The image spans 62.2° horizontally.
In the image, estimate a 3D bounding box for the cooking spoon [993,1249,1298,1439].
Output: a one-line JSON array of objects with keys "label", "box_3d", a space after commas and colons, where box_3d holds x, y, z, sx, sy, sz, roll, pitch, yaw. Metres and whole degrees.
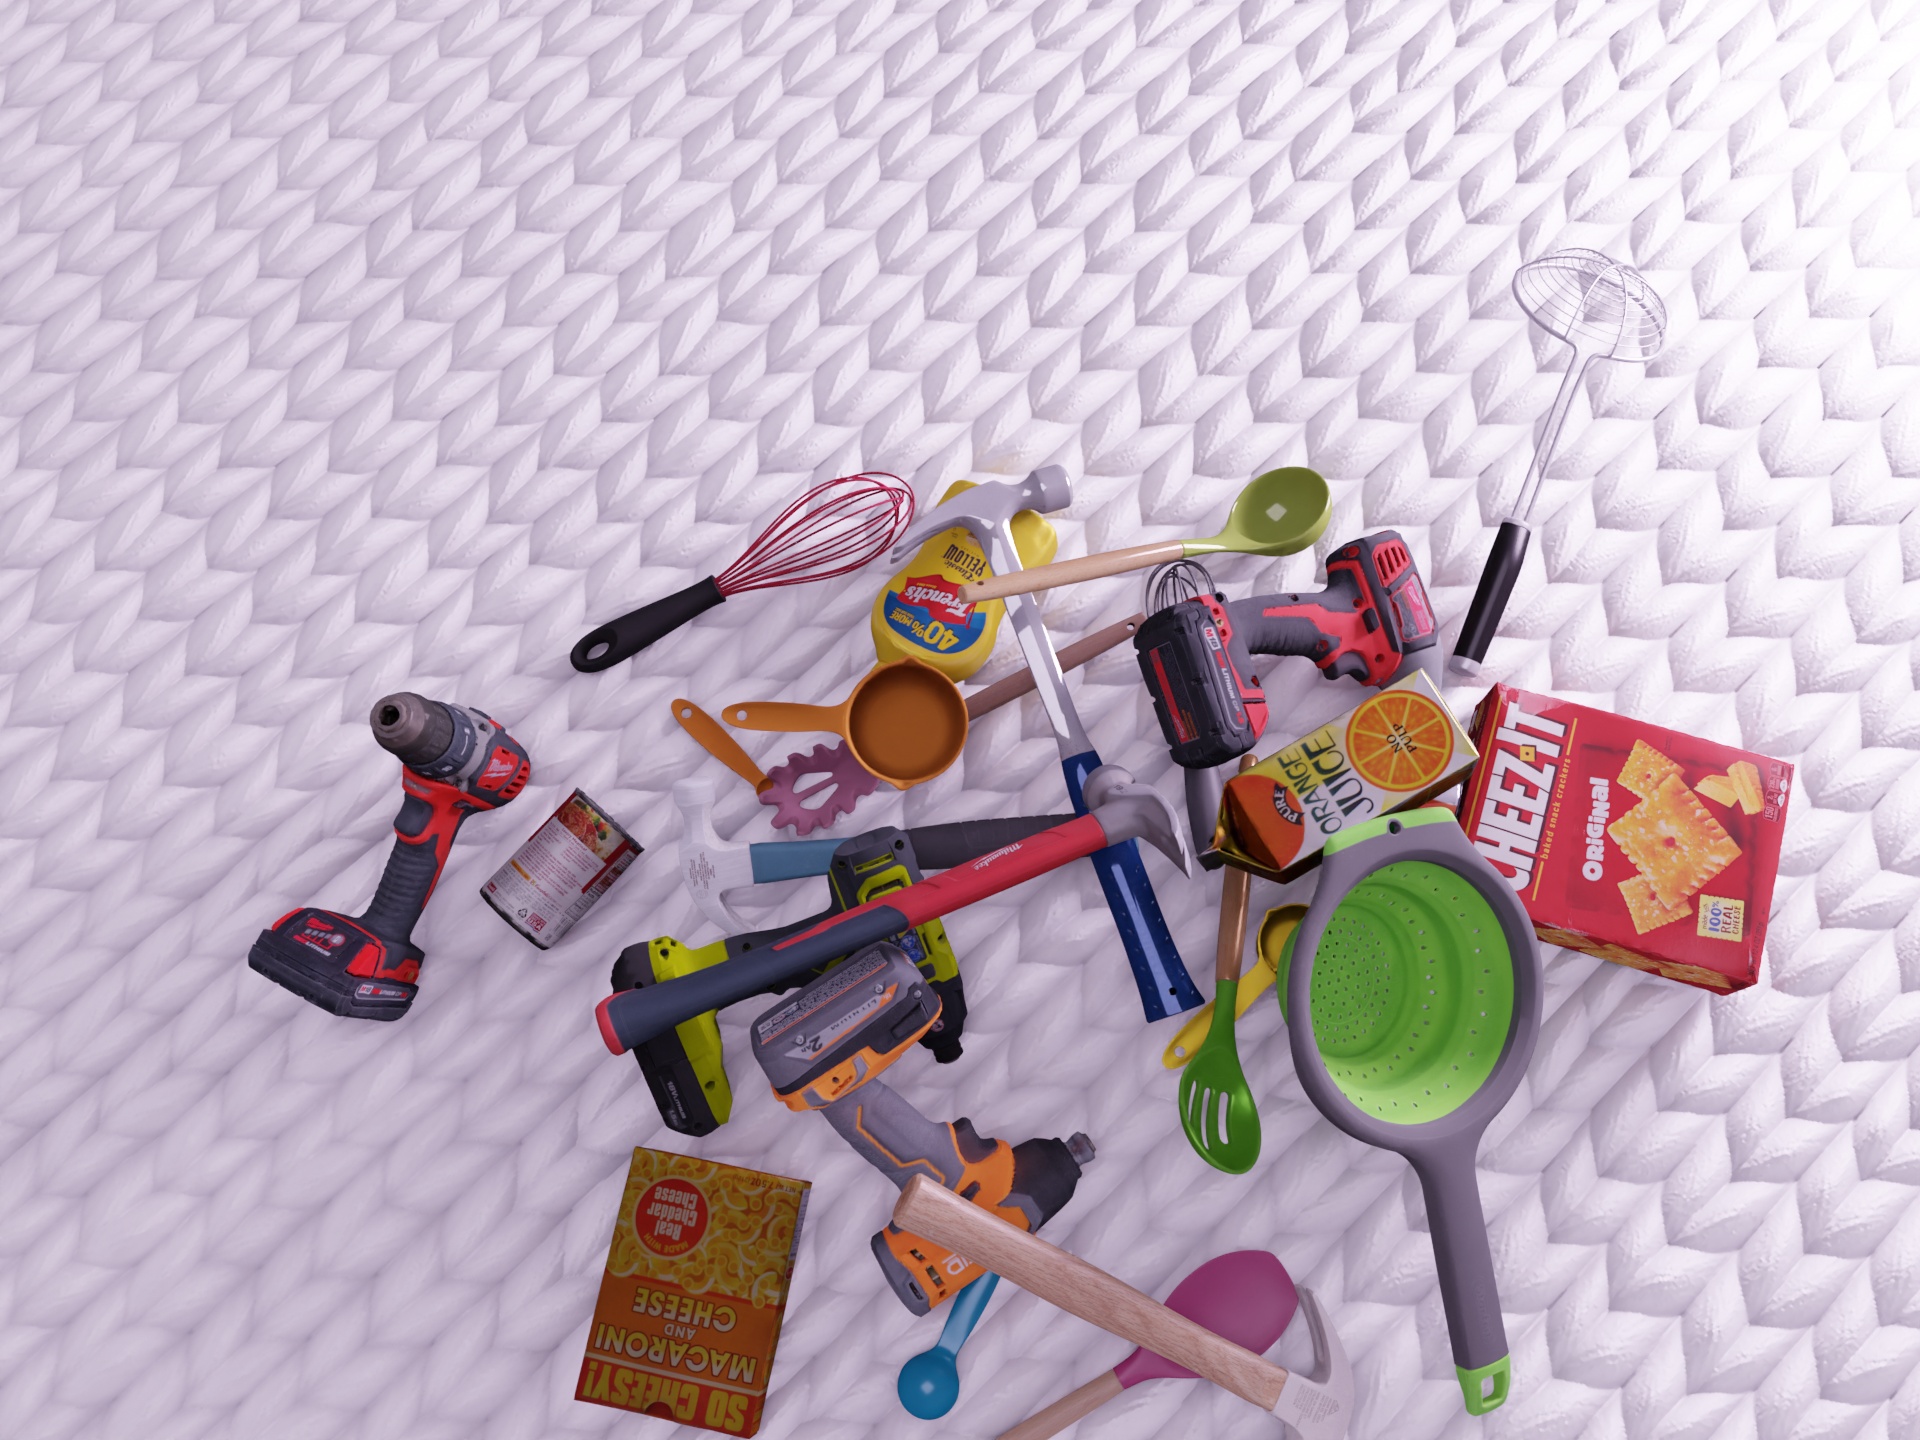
[{"label": "cooking spoon", "box_3d": [0.083, 0.451, 1.057, 0.319, 0.017, 0.069, -29, 80, -6]}]

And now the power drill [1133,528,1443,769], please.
[{"label": "power drill", "box_3d": [0.248, -0.044, 1.146, 0.219, 0.078, 0.143, -18, 87, -20]}]

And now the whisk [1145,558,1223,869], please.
[{"label": "whisk", "box_3d": [0.175, -0.008, 1.181, 0.055, 0.055, 0.239, -6, 77, 2]}]

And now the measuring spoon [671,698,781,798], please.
[{"label": "measuring spoon", "box_3d": [-0.179, 0.022, 1.210, 0.117, 0.011, 0.021, 41, 79, 17]}]

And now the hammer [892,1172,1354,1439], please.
[{"label": "hammer", "box_3d": [0.108, 0.379, 1.023, 0.331, 0.031, 0.130, 30, 75, -7]}]

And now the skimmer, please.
[{"label": "skimmer", "box_3d": [0.443, -0.200, 1.229, 0.127, 0.090, 0.363, 22, 86, 2]}]

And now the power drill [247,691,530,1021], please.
[{"label": "power drill", "box_3d": [-0.398, 0.089, 1.112, 0.080, 0.187, 0.227, 25, 80, 11]}]

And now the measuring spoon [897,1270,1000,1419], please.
[{"label": "measuring spoon", "box_3d": [-0.002, 0.409, 1.073, 0.042, 0.021, 0.129, 26, 76, 11]}]

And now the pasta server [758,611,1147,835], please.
[{"label": "pasta server", "box_3d": [-0.002, -0.004, 1.180, 0.316, 0.040, 0.060, -27, 89, 0]}]

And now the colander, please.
[{"label": "colander", "box_3d": [0.296, 0.259, 1.069, 0.204, 0.094, 0.397, -11, 91, -24]}]

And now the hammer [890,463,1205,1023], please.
[{"label": "hammer", "box_3d": [0.074, 0.017, 1.133, 0.144, 0.035, 0.406, -18, 78, -11]}]

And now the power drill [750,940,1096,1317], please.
[{"label": "power drill", "box_3d": [-0.020, 0.262, 1.054, 0.164, 0.084, 0.226, -32, 104, -7]}]

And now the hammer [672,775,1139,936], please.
[{"label": "hammer", "box_3d": [-0.036, 0.092, 1.148, 0.331, 0.033, 0.128, -5, 100, -4]}]

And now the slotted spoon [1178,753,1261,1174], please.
[{"label": "slotted spoon", "box_3d": [0.188, 0.159, 1.100, 0.070, 0.031, 0.314, 27, 56, -24]}]

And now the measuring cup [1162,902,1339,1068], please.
[{"label": "measuring cup", "box_3d": [0.201, 0.192, 1.126, 0.156, 0.029, 0.062, -41, 75, -6]}]

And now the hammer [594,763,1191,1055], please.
[{"label": "hammer", "box_3d": [-0.044, 0.131, 1.013, 0.386, 0.143, 0.038, -22, 109, -7]}]

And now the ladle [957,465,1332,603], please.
[{"label": "ladle", "box_3d": [0.138, -0.130, 1.150, 0.320, 0.062, 0.078, -14, 38, -28]}]

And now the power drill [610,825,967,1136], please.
[{"label": "power drill", "box_3d": [-0.113, 0.192, 1.104, 0.223, 0.080, 0.171, -21, 100, -5]}]

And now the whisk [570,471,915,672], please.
[{"label": "whisk", "box_3d": [-0.169, -0.111, 1.226, 0.296, 0.073, 0.073, -27, 73, 2]}]

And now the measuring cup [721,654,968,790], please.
[{"label": "measuring cup", "box_3d": [-0.082, 0.001, 1.139, 0.173, 0.052, 0.095, 3, 87, -1]}]
